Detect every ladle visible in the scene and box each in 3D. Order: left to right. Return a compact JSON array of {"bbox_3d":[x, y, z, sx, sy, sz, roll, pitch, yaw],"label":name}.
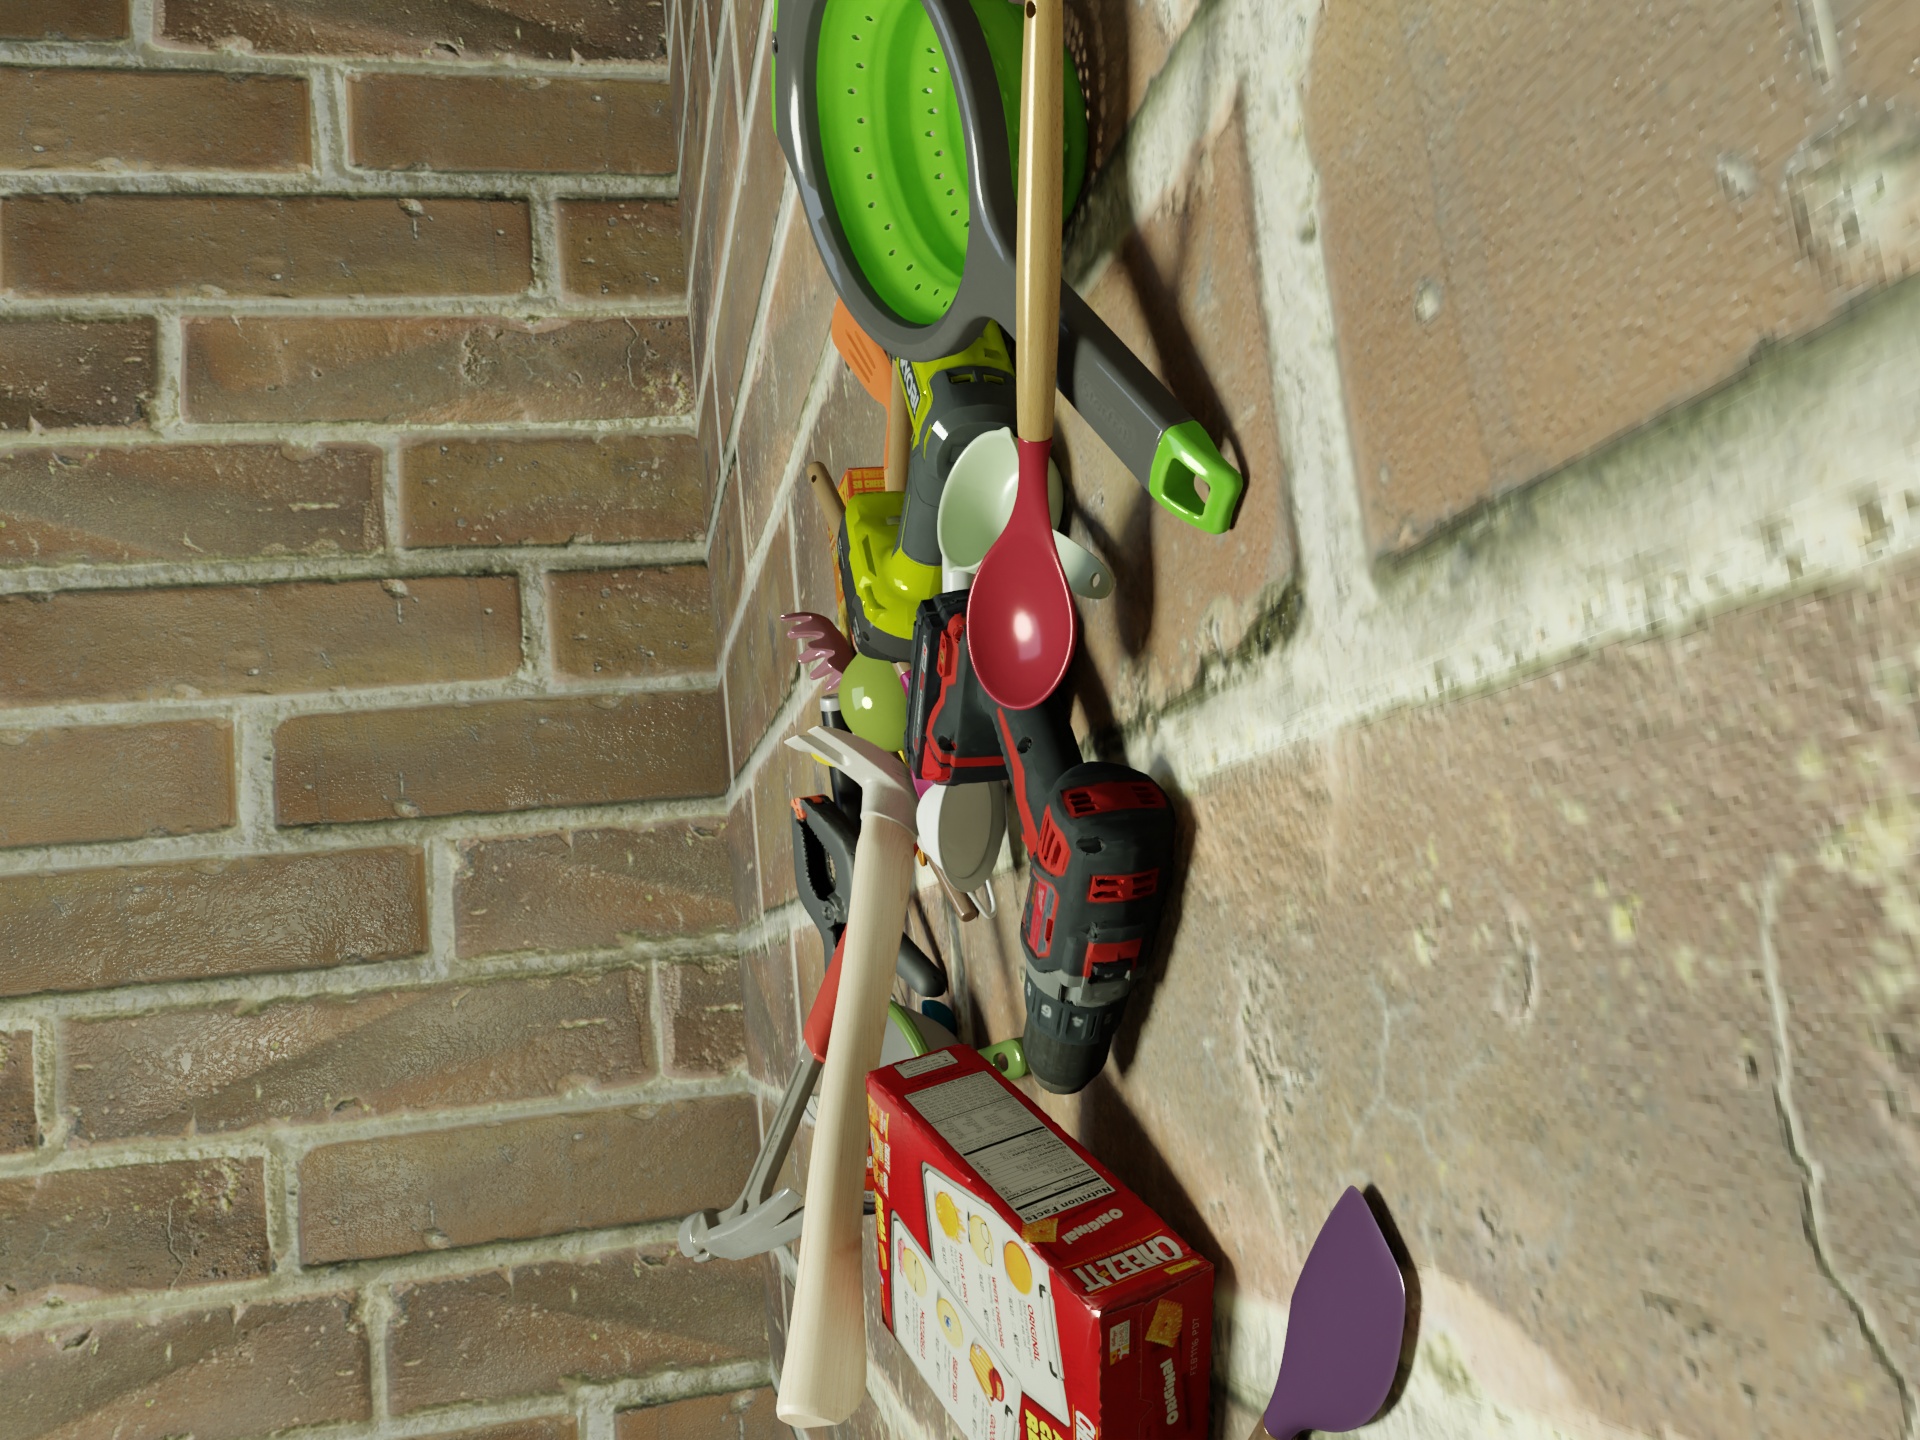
[{"bbox_3d":[-0.044,-0.137,1.138,0.062,0.078,0.320,103,169,-79],"label":"ladle"},{"bbox_3d":[0.030,-0.143,0.662,0.069,0.031,0.315,32,136,38],"label":"ladle"}]

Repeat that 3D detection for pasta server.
[{"bbox_3d":[-0.062,0.027,1.173,0.060,0.040,0.317,74,170,-52],"label":"pasta server"}]

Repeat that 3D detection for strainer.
[{"bbox_3d":[-0.002,0.240,1.066,0.256,0.069,0.151,-35,67,54],"label":"strainer"},{"bbox_3d":[-0.001,-0.003,0.933,0.087,0.050,0.258,-37,-48,-55],"label":"strainer"}]

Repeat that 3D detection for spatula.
[{"bbox_3d":[-0.057,-0.166,1.203,0.081,0.041,0.323,135,129,-71],"label":"spatula"},{"bbox_3d":[0.122,0.292,0.629,0.060,0.018,0.315,-110,22,-45],"label":"spatula"}]

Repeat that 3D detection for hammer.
[{"bbox_3d":[-0.080,0.187,1.069,0.149,0.036,0.359,-36,24,45],"label":"hammer"},{"bbox_3d":[-0.069,0.195,0.942,0.038,0.146,0.411,-25,44,35],"label":"hammer"}]

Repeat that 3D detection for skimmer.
[{"bbox_3d":[-0.108,0.162,1.337,0.127,0.090,0.363,11,112,50],"label":"skimmer"}]

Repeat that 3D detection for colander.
[{"bbox_3d":[0.037,-0.229,0.735,0.398,0.094,0.204,55,152,32],"label":"colander"}]

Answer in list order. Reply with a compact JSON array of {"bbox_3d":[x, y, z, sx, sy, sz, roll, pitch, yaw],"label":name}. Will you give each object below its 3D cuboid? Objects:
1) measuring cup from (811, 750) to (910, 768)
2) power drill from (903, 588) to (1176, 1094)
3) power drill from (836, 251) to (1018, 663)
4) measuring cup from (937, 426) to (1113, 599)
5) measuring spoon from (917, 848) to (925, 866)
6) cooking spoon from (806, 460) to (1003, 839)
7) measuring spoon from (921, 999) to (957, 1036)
[{"bbox_3d":[-0.073,0.029,1.256,0.157,0.029,0.062,9,100,58],"label":"measuring cup"},{"bbox_3d":[0.037,0.057,0.805,0.227,0.080,0.187,-114,24,-48],"label":"power drill"},{"bbox_3d":[-0.022,-0.165,0.986,0.228,0.080,0.191,106,157,-48],"label":"power drill"},{"bbox_3d":[0.044,-0.093,0.812,0.168,0.038,0.083,43,115,52],"label":"measuring cup"},{"bbox_3d":[-0.037,0.059,1.254,0.021,0.011,0.117,123,138,-66],"label":"measuring spoon"},{"bbox_3d":[-0.043,-0.052,1.072,0.068,0.017,0.319,-44,59,35],"label":"cooking spoon"},{"bbox_3d":[-0.005,0.265,1.169,0.042,0.021,0.128,-172,70,-76],"label":"measuring spoon"}]
